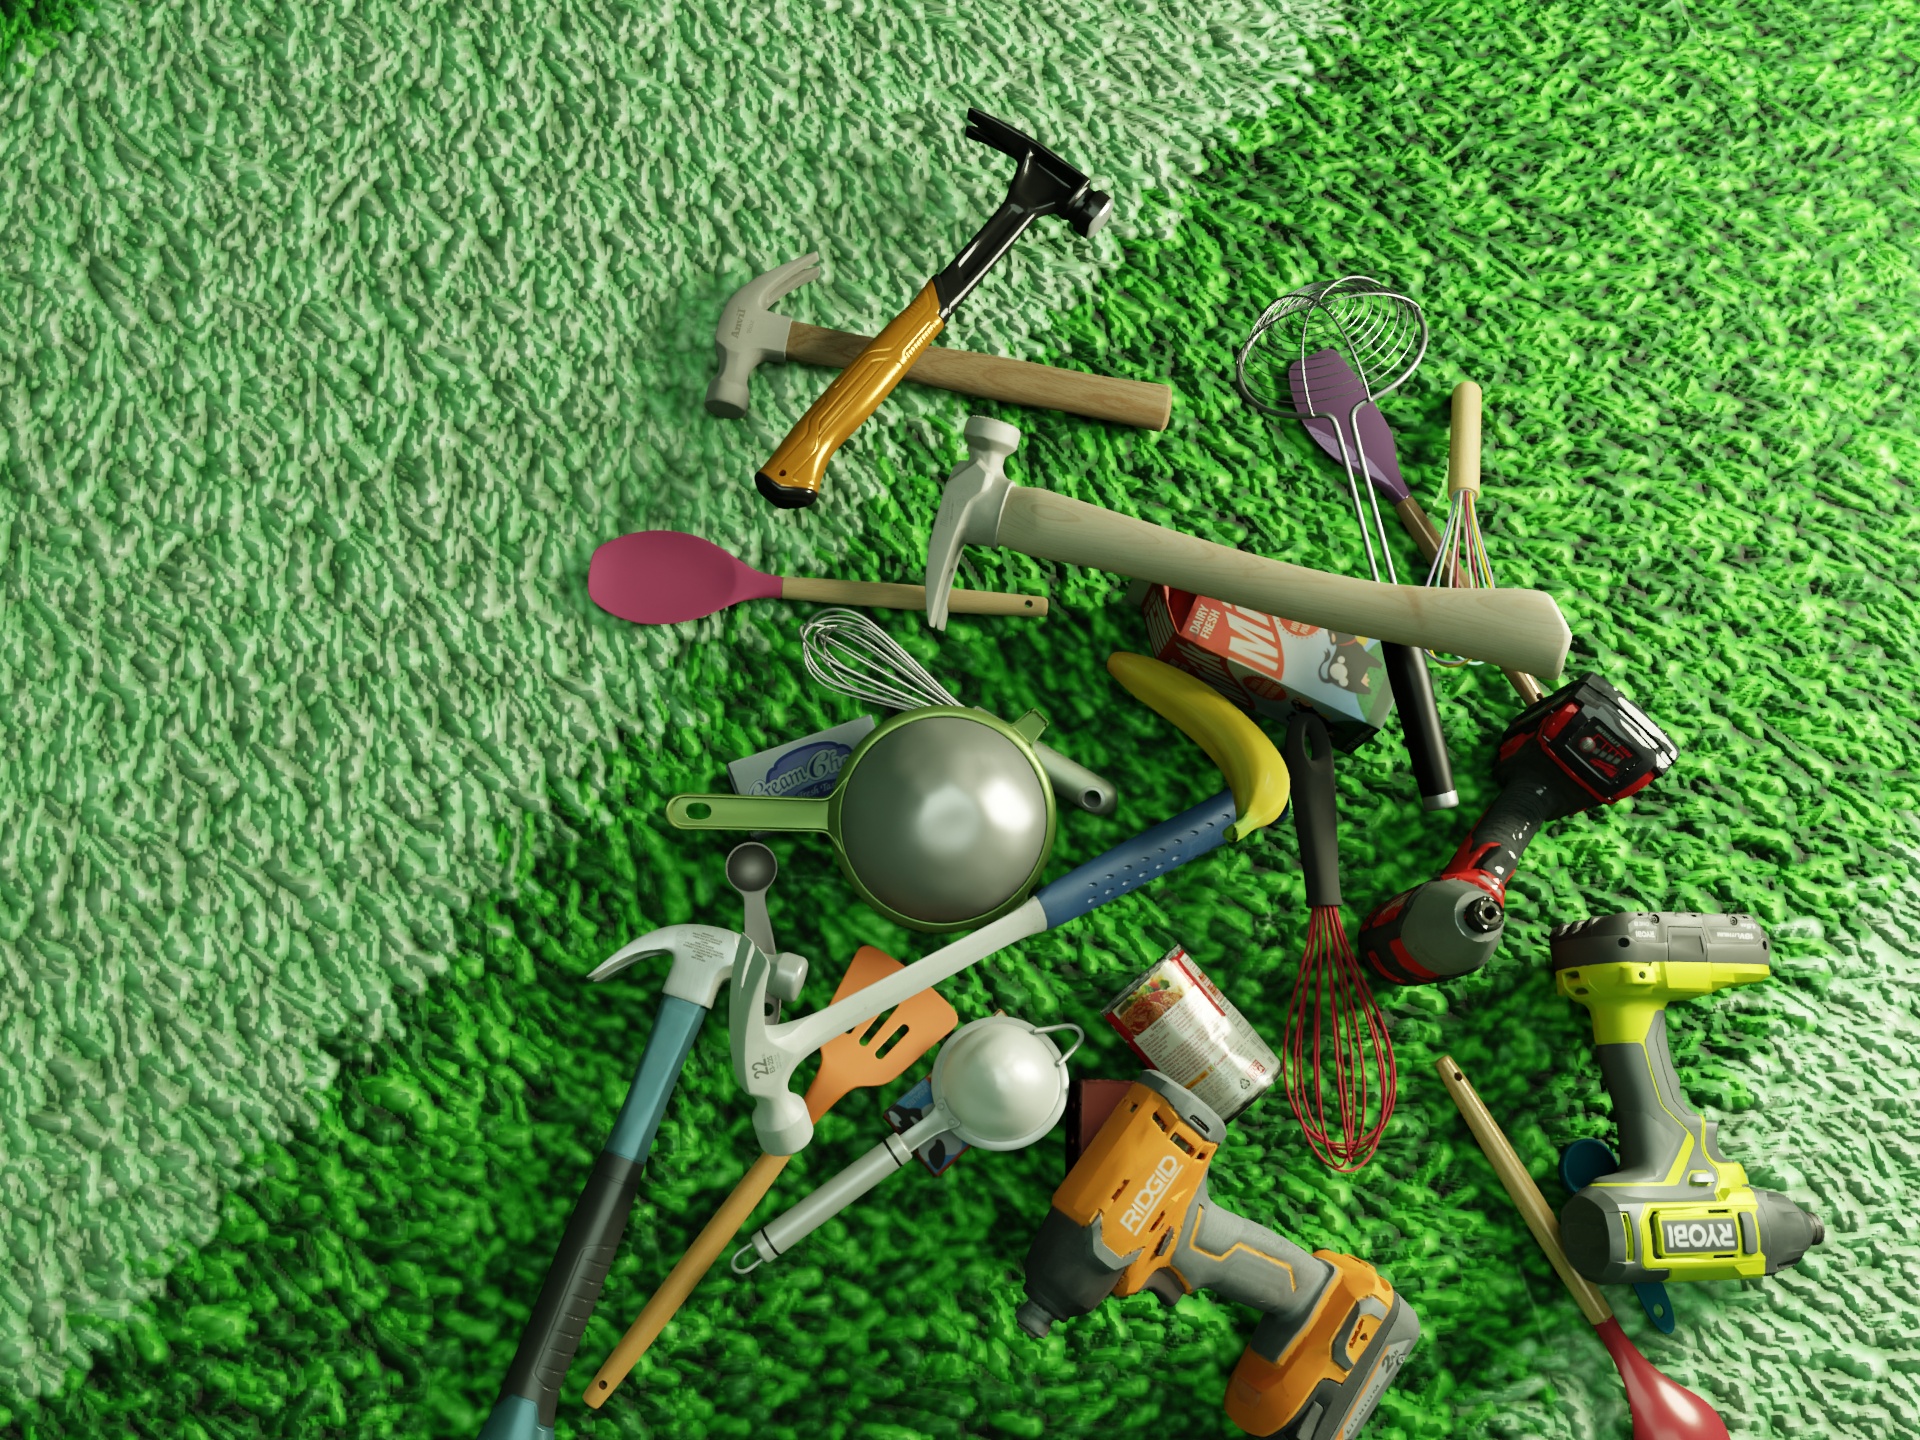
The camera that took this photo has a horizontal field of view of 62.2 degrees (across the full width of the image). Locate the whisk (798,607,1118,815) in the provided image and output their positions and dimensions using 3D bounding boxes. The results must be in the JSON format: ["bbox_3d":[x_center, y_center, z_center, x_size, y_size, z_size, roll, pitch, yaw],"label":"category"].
[{"bbox_3d":[-0.002,-0.003,1.077,0.246,0.059,0.057,30,111,1],"label":"whisk"}]

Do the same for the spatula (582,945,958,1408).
[{"bbox_3d":[-0.126,0.288,0.996,0.081,0.041,0.322,37,79,6],"label":"spatula"}]

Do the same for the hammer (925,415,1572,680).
[{"bbox_3d":[0.174,-0.083,1.021,0.411,0.038,0.146,16,92,18],"label":"hammer"}]

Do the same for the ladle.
[{"bbox_3d":[0.393,0.355,1.009,0.069,0.031,0.315,-25,75,-19],"label":"ladle"}]

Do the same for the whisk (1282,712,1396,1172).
[{"bbox_3d":[0.237,0.140,1.029,0.073,0.073,0.296,-2,78,-5],"label":"whisk"}]

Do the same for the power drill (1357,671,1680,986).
[{"bbox_3d":[0.355,0.077,1.026,0.078,0.143,0.220,43,74,5],"label":"power drill"}]

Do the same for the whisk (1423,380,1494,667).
[{"bbox_3d":[0.359,-0.142,1.124,0.051,0.047,0.245,14,62,-6],"label":"whisk"}]

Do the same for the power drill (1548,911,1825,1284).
[{"bbox_3d":[0.461,0.239,1.014,0.171,0.080,0.223,3,74,-15],"label":"power drill"}]

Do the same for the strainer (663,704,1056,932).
[{"bbox_3d":[-0.061,0.064,1.015,0.256,0.069,0.151,2,92,-7],"label":"strainer"}]

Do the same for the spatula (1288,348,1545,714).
[{"bbox_3d":[0.332,-0.136,1.148,0.060,0.018,0.316,-26,76,-15],"label":"spatula"}]

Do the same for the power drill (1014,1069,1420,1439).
[{"bbox_3d":[0.144,0.337,0.935,0.226,0.084,0.164,43,75,-13],"label":"power drill"}]

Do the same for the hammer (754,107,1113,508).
[{"bbox_3d":[-0.036,-0.285,1.125,0.127,0.034,0.337,37,75,5],"label":"hammer"}]

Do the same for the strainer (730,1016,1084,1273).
[{"bbox_3d":[-0.031,0.259,0.975,0.258,0.050,0.087,-34,62,-9],"label":"strainer"}]

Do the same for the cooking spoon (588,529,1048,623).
[{"bbox_3d":[-0.098,-0.090,1.106,0.319,0.017,0.069,4,76,-2],"label":"cooking spoon"}]

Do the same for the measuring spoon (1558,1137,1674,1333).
[{"bbox_3d":[0.420,0.331,1.021,0.042,0.021,0.129,-20,80,-22],"label":"measuring spoon"}]

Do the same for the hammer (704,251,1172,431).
[{"bbox_3d":[-0.011,-0.257,1.153,0.331,0.031,0.130,10,74,-1],"label":"hammer"}]

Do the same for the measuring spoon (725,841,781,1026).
[{"bbox_3d":[-0.132,0.142,1.043,0.034,0.018,0.124,-7,81,-4],"label":"measuring spoon"}]

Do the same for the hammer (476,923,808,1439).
[{"bbox_3d":[-0.211,0.283,0.980,0.128,0.033,0.331,18,75,7],"label":"hammer"}]

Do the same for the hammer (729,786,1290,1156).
[{"bbox_3d":[0.040,0.121,0.997,0.405,0.144,0.035,-25,33,-22],"label":"hammer"}]

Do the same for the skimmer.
[{"bbox_3d":[0.276,-0.121,1.054,0.127,0.090,0.363,-14,87,17],"label":"skimmer"}]
